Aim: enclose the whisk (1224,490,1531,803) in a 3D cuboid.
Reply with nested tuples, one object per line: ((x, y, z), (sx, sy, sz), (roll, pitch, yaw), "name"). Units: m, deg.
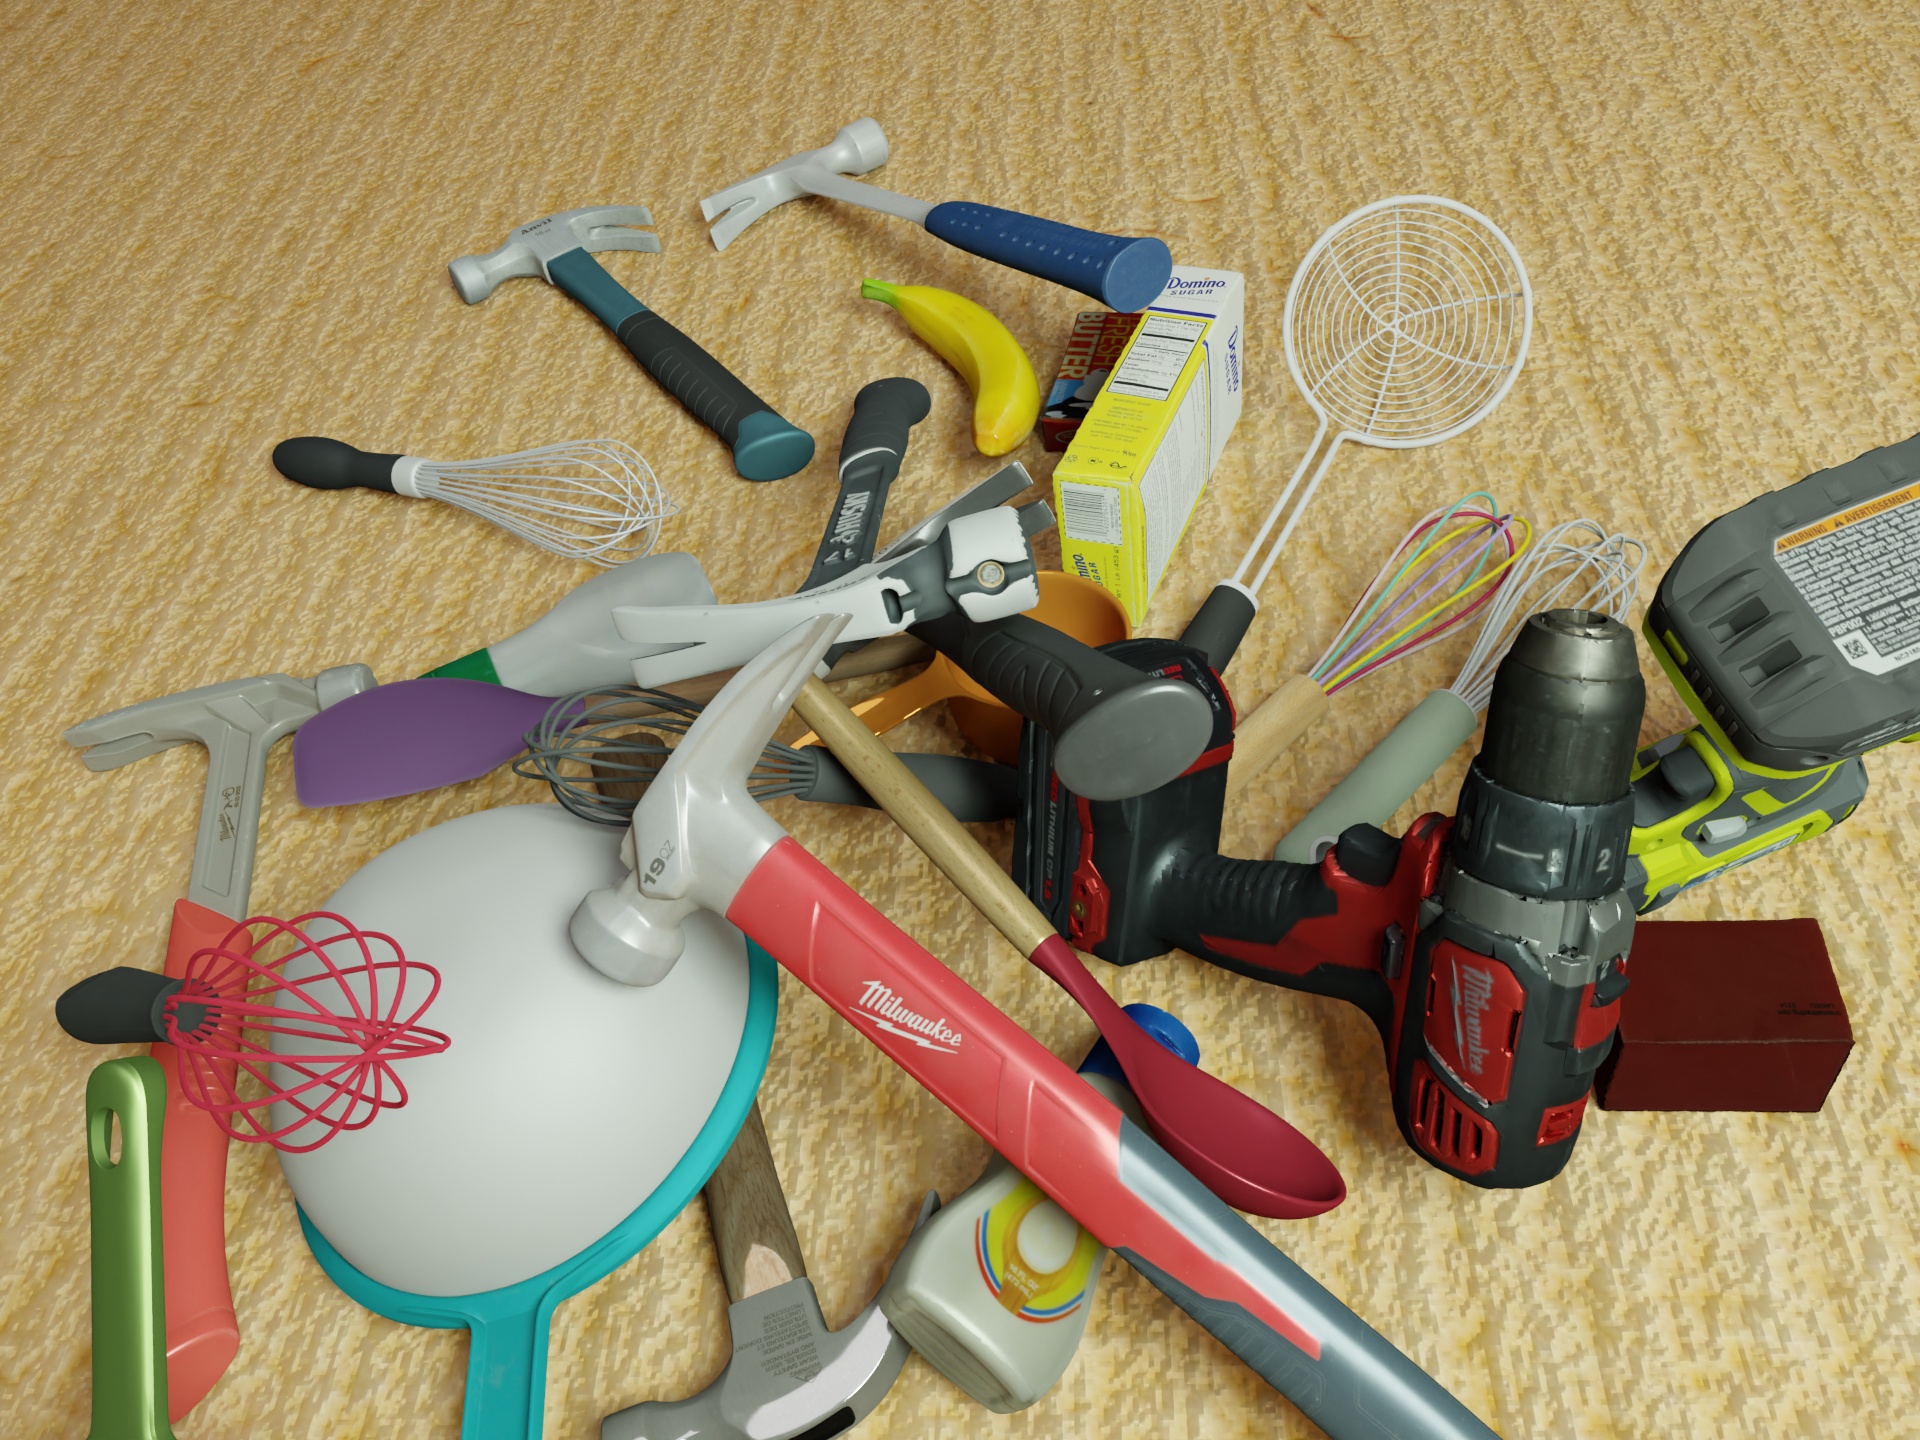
((0.174, -0.026, 0.714), (0.245, 0.051, 0.047), (-39, 55, -20), "whisk")

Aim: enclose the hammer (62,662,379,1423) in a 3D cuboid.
((-0.330, 0.116, 0.675), (0.149, 0.036, 0.360), (-14, 47, -3), "hammer")

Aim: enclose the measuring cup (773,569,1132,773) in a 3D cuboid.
((-0.001, -0.002, 0.717), (0.173, 0.052, 0.095), (-27, 49, -12), "measuring cup")

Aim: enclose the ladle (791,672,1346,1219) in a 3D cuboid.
((0.013, 0.063, 0.580), (0.316, 0.069, 0.031), (45, 109, 22), "ladle")

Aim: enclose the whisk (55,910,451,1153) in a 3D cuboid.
((-0.257, 0.100, 0.540), (0.296, 0.073, 0.073), (-8, 38, 47), "whisk")

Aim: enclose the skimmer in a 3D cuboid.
((0.169, -0.113, 0.762), (0.127, 0.090, 0.363), (36, 59, -2), "skimmer")

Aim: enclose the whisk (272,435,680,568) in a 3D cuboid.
((-0.277, -0.131, 0.882), (0.285, 0.070, 0.070), (12, 51, 26), "whisk")

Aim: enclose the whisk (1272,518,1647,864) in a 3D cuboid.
((0.219, -0.009, 0.695), (0.246, 0.057, 0.059), (-40, 19, -21), "whisk")

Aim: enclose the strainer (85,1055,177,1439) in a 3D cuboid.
((-0.224, 0.226, 0.473), (0.151, 0.069, 0.256), (-6, 85, 23), "strainer")

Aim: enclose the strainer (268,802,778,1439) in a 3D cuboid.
((-0.173, 0.150, 0.546), (0.211, 0.095, 0.341), (-20, 45, 10), "strainer")

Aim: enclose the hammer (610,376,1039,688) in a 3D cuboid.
((-0.047, -0.105, 0.714), (0.149, 0.036, 0.409), (-14, 20, 6), "hammer")

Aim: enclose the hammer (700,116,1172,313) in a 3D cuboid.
((-0.020, -0.294, 0.937), (0.144, 0.035, 0.406), (-32, 37, -17), "hammer")

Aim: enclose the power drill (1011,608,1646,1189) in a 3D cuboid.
((0.125, 0.034, 0.553), (0.080, 0.187, 0.227), (-15, 27, -39), "power drill")

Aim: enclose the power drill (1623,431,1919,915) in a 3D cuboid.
((0.266, 0.007, 0.547), (0.171, 0.223, 0.080), (-21, 66, -11), "power drill")

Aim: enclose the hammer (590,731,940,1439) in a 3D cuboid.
((-0.100, 0.124, 0.631), (0.130, 0.031, 0.332), (-19, 47, -7), "hammer")

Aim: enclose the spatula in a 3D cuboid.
((-0.151, -0.012, 0.750), (0.316, 0.018, 0.060), (-10, 64, -9), "spatula")

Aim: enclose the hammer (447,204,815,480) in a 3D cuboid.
((-0.192, -0.234, 0.973), (0.128, 0.033, 0.331), (-32, 51, -18), "hammer")

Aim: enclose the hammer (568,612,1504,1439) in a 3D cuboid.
((0.057, 0.130, 0.488), (0.386, 0.038, 0.143), (38, 104, 11), "hammer")

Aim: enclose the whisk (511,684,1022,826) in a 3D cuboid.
((-0.063, 0.023, 0.636), (0.238, 0.055, 0.055), (8, 36, -36), "whisk")

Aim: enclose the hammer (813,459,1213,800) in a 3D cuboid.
((0.014, -0.034, 0.599), (0.146, 0.035, 0.335), (-37, 20, -5), "hammer")
